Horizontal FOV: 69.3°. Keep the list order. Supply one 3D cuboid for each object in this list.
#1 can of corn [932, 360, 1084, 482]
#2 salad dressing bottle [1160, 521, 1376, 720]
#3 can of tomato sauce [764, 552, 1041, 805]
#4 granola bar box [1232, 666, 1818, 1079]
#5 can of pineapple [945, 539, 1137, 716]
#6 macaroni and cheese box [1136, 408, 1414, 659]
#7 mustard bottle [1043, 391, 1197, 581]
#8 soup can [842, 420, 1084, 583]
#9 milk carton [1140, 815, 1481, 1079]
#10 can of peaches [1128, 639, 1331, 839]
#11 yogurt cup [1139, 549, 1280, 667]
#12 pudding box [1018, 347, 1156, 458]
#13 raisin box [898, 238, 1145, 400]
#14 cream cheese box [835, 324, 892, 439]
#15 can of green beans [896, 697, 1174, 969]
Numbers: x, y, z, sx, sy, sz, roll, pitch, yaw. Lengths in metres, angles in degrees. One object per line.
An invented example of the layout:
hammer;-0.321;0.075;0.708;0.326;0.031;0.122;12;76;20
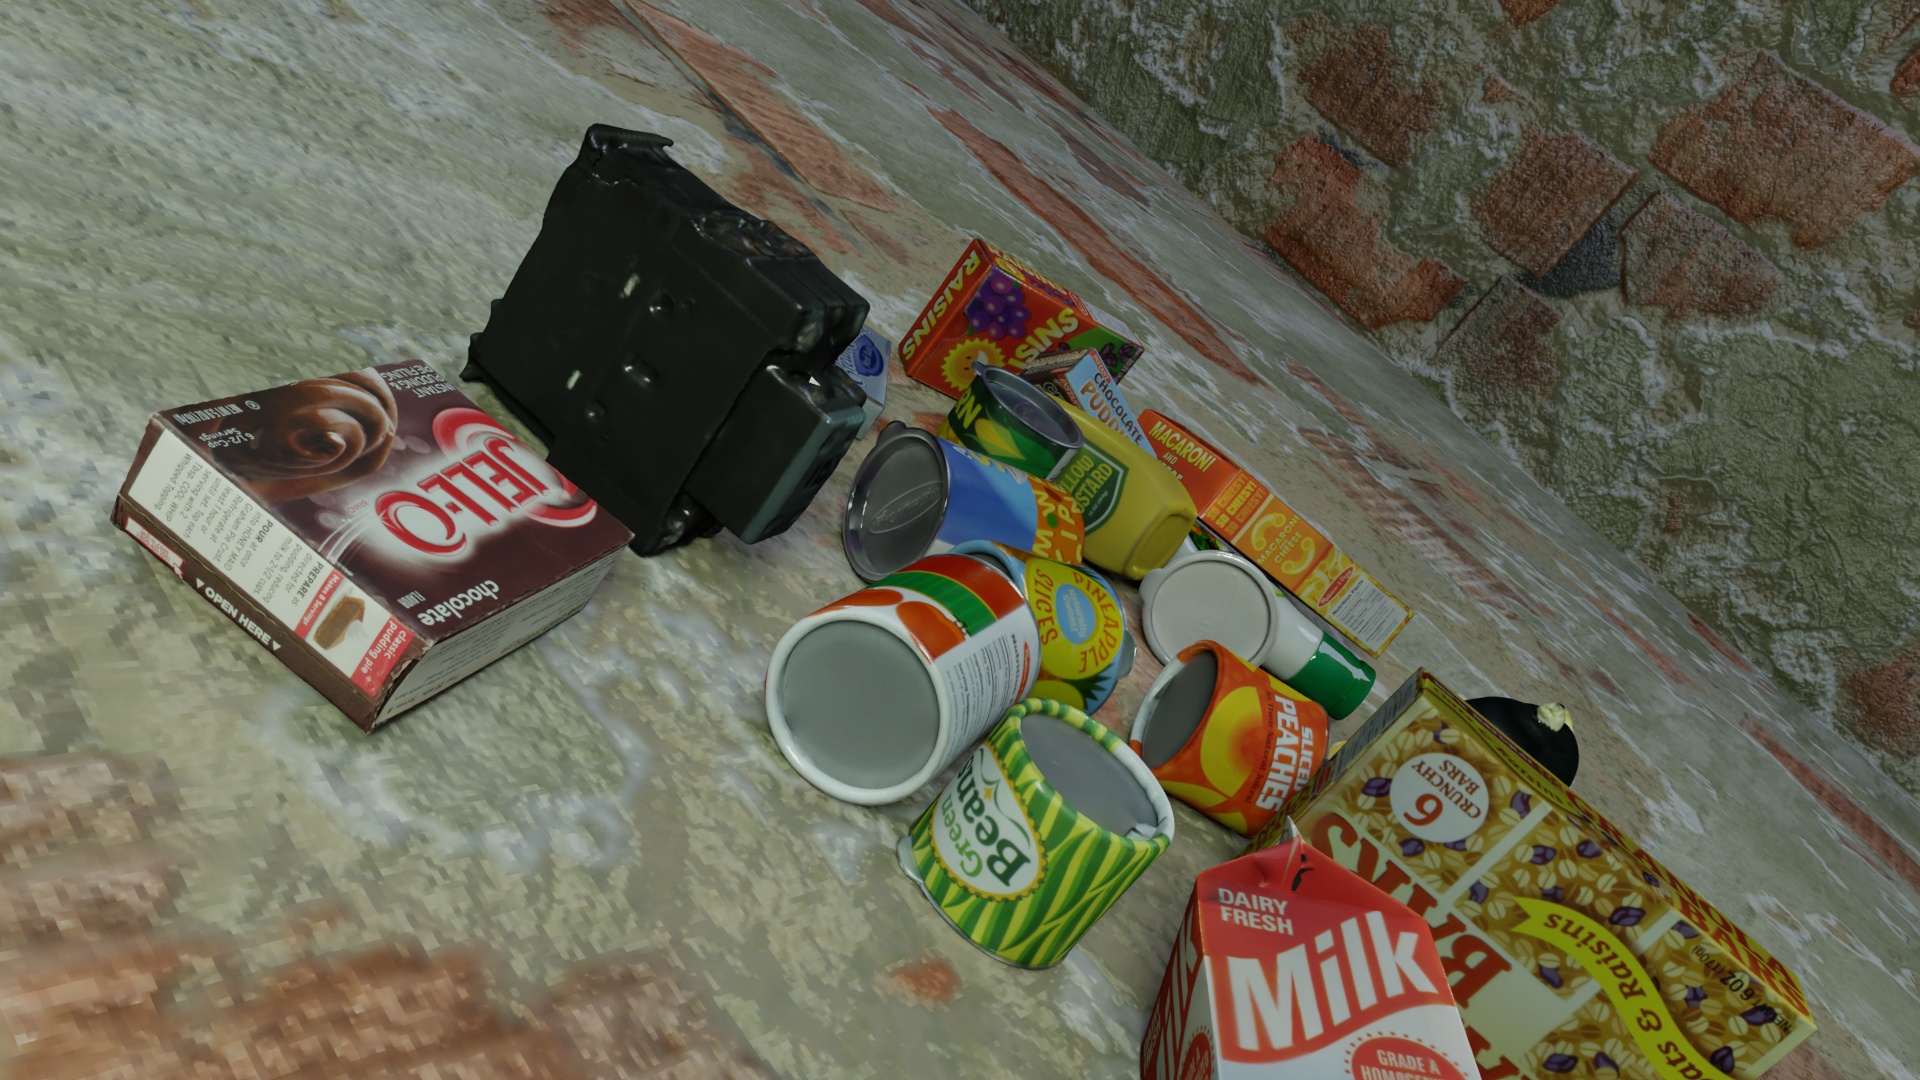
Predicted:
can of corn;0.019;-0.050;0.721;0.071;0.058;0.071;32;22;-15
salad dressing bottle;0.163;0.042;0.777;0.147;0.044;0.064;38;17;1
can of tomato sauce;-0.019;0.044;0.468;0.071;0.071;0.083;42;22;10
granola bar box;0.189;0.147;0.499;0.166;0.123;0.039;41;22;9
can of pineapple;0.023;0.036;0.542;0.058;0.070;0.071;17;30;-41
macaroni and cheese box;0.184;-0.007;0.851;0.166;0.040;0.124;35;7;-27
mustard bottle;0.057;-0.043;0.768;0.160;0.065;0.049;43;16;33
soup can;0.002;-0.007;0.597;0.084;0.071;0.071;19;28;-40
milk carton;0.093;0.157;0.375;0.073;0.072;0.191;12;23;0
can of peaches;0.113;0.083;0.585;0.058;0.071;0.071;31;22;-13
yogurt cup;0.130;0.035;0.716;0.072;0.072;0.054;39;13;4
pudding box;0.074;-0.071;0.814;0.049;0.030;0.083;0;-51;51
raisin box;0.037;-0.116;0.843;0.123;0.085;0.040;24;28;-31
cream cheese box;-0.065;-0.093;0.726;0.053;0.024;0.104;31;23;-15
can of green beans;0.026;0.093;0.448;0.071;0.057;0.071;31;22;-14
